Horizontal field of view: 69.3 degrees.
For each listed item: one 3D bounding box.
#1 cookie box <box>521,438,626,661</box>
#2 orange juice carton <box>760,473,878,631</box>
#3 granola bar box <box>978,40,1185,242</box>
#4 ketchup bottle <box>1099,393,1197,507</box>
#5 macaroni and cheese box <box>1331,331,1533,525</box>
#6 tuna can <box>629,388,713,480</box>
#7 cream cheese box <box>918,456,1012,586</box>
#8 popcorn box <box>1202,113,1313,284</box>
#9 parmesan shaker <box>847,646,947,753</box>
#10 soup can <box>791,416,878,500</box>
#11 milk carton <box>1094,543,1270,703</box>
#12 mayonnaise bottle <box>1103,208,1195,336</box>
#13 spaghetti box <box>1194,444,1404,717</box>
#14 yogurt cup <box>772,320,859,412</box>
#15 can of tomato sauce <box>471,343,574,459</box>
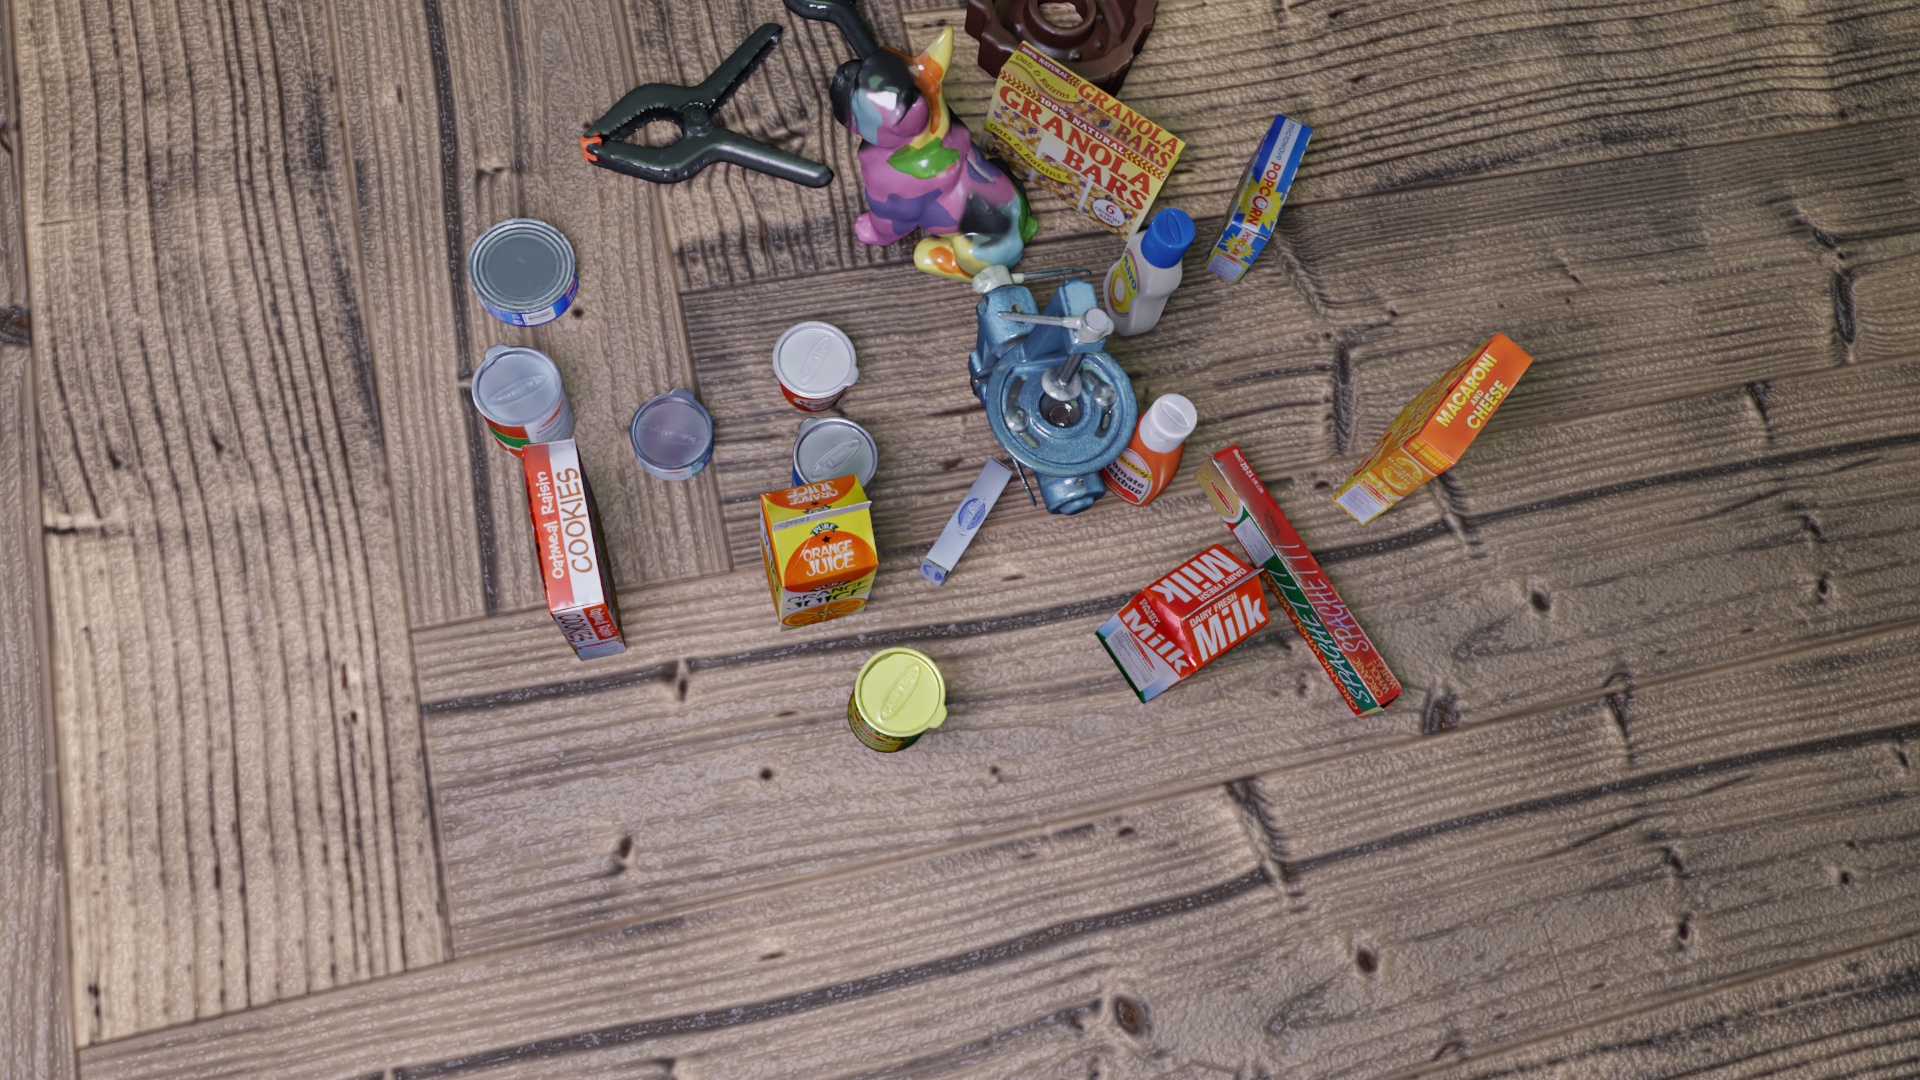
[{"bbox_3d":[-0.284,0.011,1.023,0.040,0.167,0.123,-12,76,-11],"label":"cookie box"},{"bbox_3d":[-0.107,0.007,1.037,0.072,0.192,0.073,-13,76,-12],"label":"orange juice carton"},{"bbox_3d":[0.103,-0.345,1.212,0.165,0.124,0.039,33,72,2],"label":"granola bar box"},{"bbox_3d":[0.153,-0.076,1.124,0.065,0.148,0.044,42,73,5],"label":"ketchup bottle"},{"bbox_3d":[0.388,-0.090,1.154,0.040,0.166,0.124,40,72,4],"label":"macaroni and cheese box"},{"bbox_3d":[-0.234,-0.086,1.131,0.071,0.032,0.071,2,73,-8],"label":"tuna can"},{"bbox_3d":[0.004,-0.014,1.134,0.024,0.053,0.104,32,72,2],"label":"cream cheese box"},{"bbox_3d":[0.266,-0.306,1.245,0.038,0.085,0.127,25,72,-1],"label":"popcorn box"},{"bbox_3d":[-0.049,0.125,1.057,0.071,0.102,0.071,2,73,-8],"label":"parmesan shaker"},{"bbox_3d":[-0.104,-0.056,1.114,0.071,0.083,0.071,2,73,-8],"label":"soup can"},{"bbox_3d":[0.172,0.062,1.063,0.072,0.190,0.073,-31,80,-15],"label":"milk carton"},{"bbox_3d":[0.159,-0.229,1.172,0.041,0.147,0.065,-12,76,-12],"label":"mayonnaise bottle"},{"bbox_3d":[0.281,0.034,1.162,0.029,0.050,0.250,-30,80,-15],"label":"spaghetti box"},{"bbox_3d":[-0.122,-0.141,1.153,0.072,0.053,0.072,2,73,-8],"label":"yogurt cup"},{"bbox_3d":[-0.344,-0.108,1.094,0.071,0.083,0.071,2,73,-8],"label":"can of tomato sauce"}]
